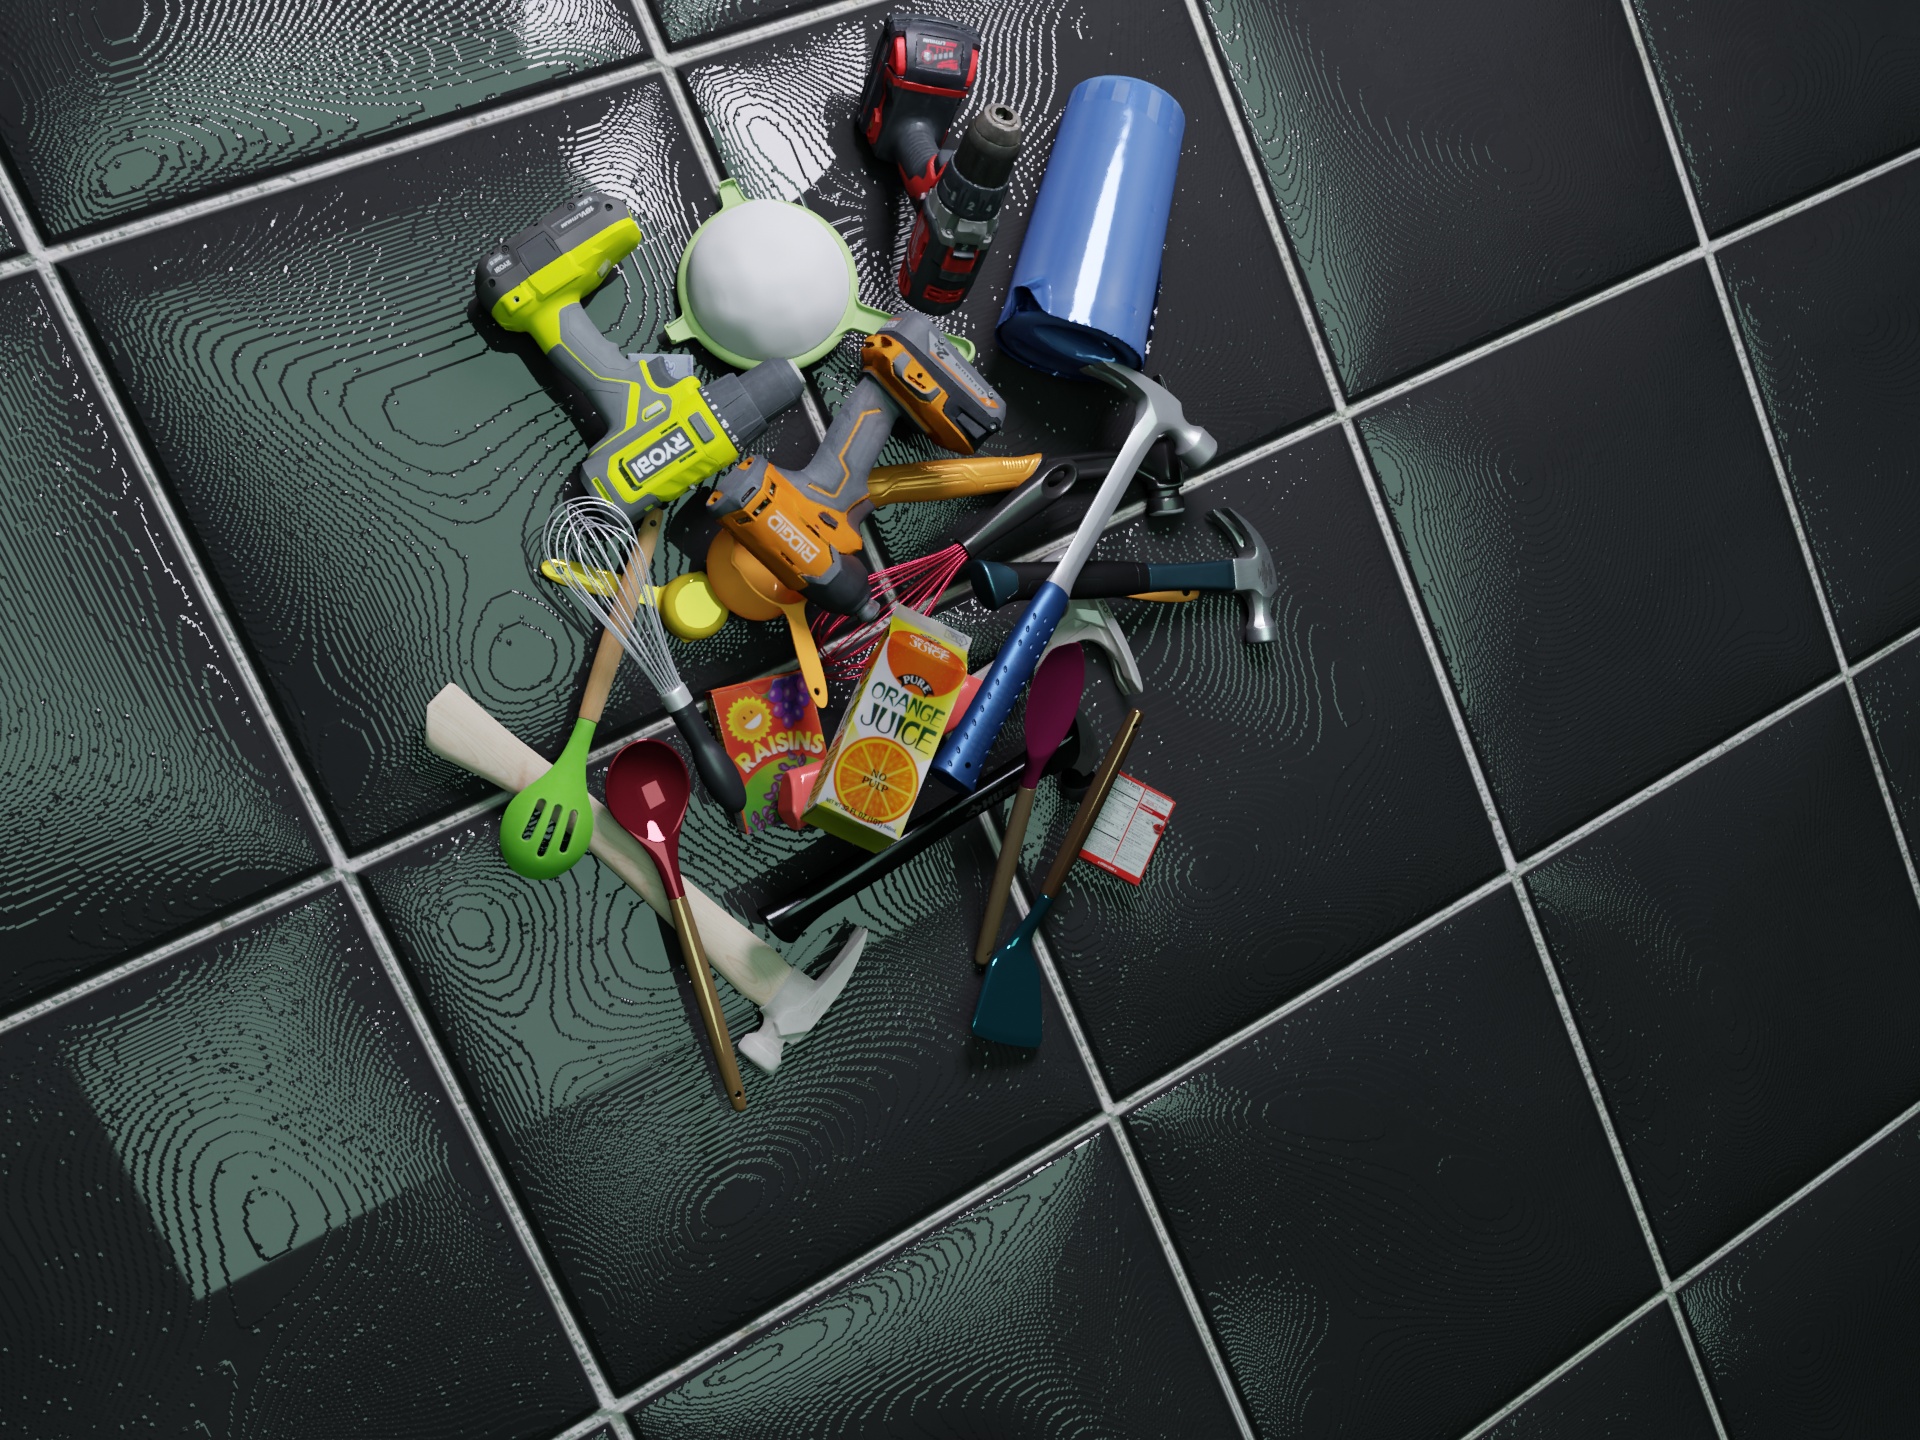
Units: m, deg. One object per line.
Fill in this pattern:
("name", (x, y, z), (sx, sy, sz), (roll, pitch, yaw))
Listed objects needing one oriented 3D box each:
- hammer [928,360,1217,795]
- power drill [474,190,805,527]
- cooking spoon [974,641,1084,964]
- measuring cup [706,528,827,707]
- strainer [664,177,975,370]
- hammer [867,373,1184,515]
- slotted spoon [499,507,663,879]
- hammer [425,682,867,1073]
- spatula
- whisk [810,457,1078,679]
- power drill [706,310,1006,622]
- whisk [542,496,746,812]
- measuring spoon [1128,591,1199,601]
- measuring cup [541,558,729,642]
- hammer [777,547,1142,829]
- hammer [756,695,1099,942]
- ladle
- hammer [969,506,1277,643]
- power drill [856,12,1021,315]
("hammer", (0.082, -0.122, 1.338), (0.144, 0.035, 0.406), (38, 70, -26))
("power drill", (-0.252, -0.292, 1.252), (0.190, 0.080, 0.228), (-34, 96, -1))
("cooking spoon", (0.051, 0.076, 1.349), (0.068, 0.017, 0.318), (-14, 127, -43))
("measuring cup", (-0.153, -0.086, 1.310), (0.095, 0.052, 0.174), (-14, 84, -47))
("strainer", (-0.108, -0.348, 1.301), (0.256, 0.069, 0.151), (19, 81, -2))
("hammer", (0.042, -0.227, 1.412), (0.336, 0.034, 0.127), (-10, 95, -20))
("slotted spoon", (-0.291, -0.025, 1.265), (0.070, 0.031, 0.314), (20, 78, -21))
("hammer", (-0.261, 0.109, 1.303), (0.410, 0.038, 0.146), (43, 75, -15))
("spatula", (0.095, 0.137, 1.407), (0.082, 0.044, 0.317), (20, 98, -34))
("whisk", (-0.013, -0.134, 1.365), (0.296, 0.073, 0.073), (-39, 103, -12))
("power drill", (-0.071, -0.197, 1.278), (0.226, 0.084, 0.164), (-47, 112, -4))
("whisk", (-0.241, -0.045, 1.254), (0.070, 0.070, 0.284), (-32, 110, -17))
("measuring spoon", (0.170, -0.122, 1.472), (0.117, 0.011, 0.021), (2, 90, -20))
("measuring cup", (-0.264, -0.106, 1.301), (0.156, 0.029, 0.062), (14, 86, -21))
("hammer", (-0.002, -0.004, 1.373), (0.359, 0.037, 0.149), (-34, 101, -25))
("hammer", (-0.024, 0.086, 1.344), (0.335, 0.035, 0.146), (-30, 138, -19))
("ladle", (-0.220, 0.167, 1.284), (0.069, 0.031, 0.315), (-17, 96, -21))
("hammer", (0.153, -0.126, 1.423), (0.331, 0.033, 0.128), (-5, 90, -32))
("power drill", (-0.012, -0.466, 1.275), (0.080, 0.187, 0.227), (1, 60, -21))
